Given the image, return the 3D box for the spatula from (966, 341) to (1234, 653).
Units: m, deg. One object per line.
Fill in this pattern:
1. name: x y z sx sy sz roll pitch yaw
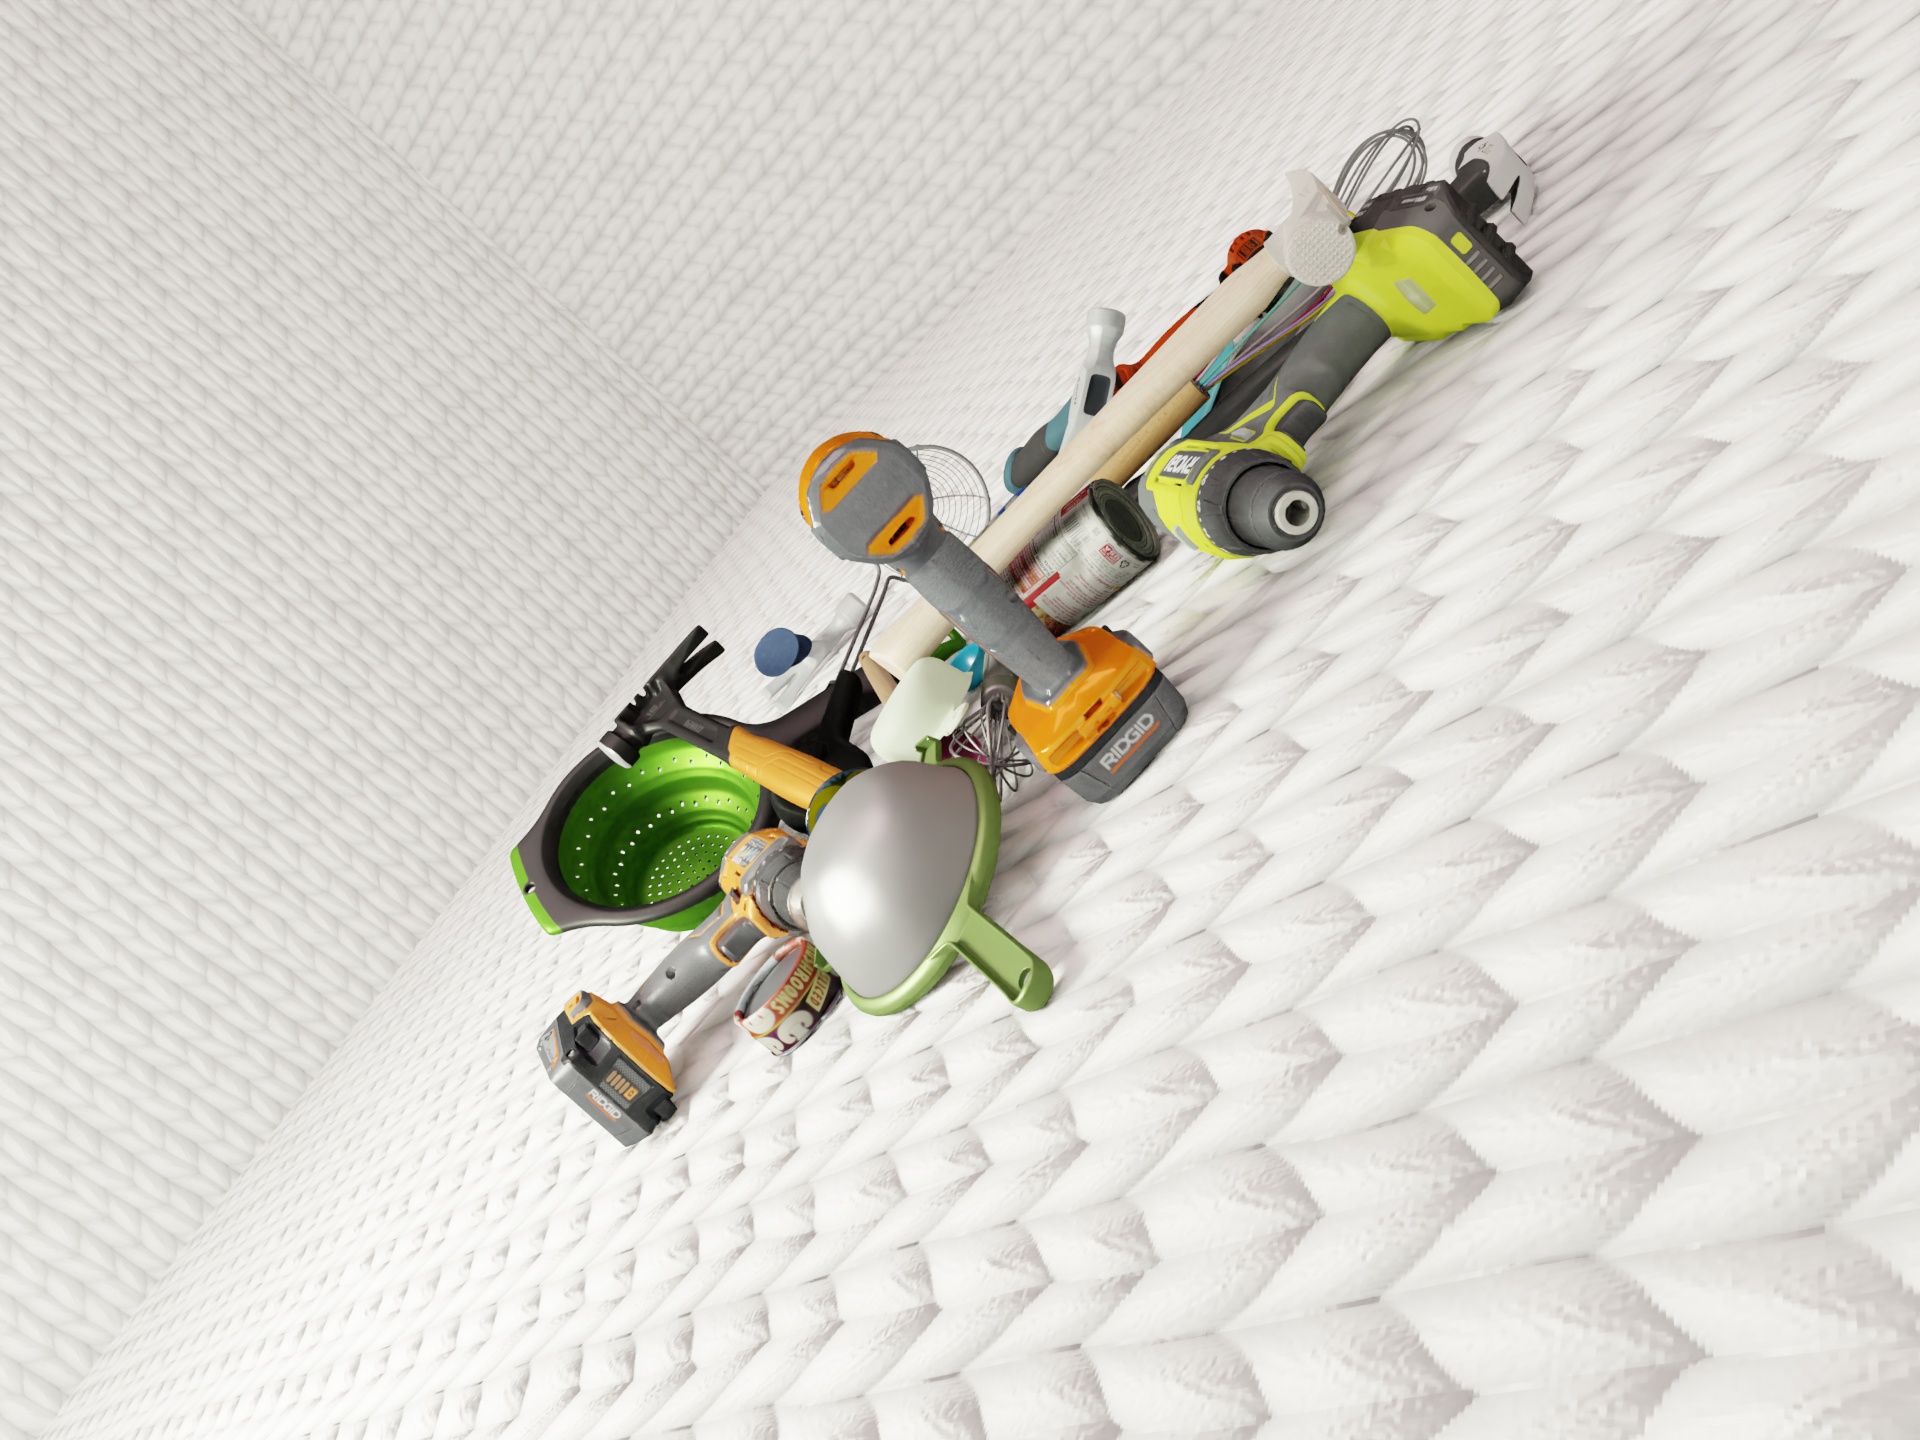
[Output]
1. spatula: 0.096 -0.153 1.173 0.317 0.044 0.082 -46 18 14

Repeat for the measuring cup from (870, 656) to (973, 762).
1. measuring cup: -0.022 -0.007 0.981 0.083 0.038 0.167 -59 5 -6

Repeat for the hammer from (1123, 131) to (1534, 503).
1. hammer: 0.234 -0.249 1.048 0.334 0.035 0.146 -43 15 20

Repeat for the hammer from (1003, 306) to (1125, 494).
1. hammer: 0.079 -0.241 1.348 0.331 0.033 0.128 166 114 -82

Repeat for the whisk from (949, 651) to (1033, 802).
1. whisk: 0.024 -0.010 1.014 0.058 0.059 0.246 -7 18 4

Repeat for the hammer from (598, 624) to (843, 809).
1. hammer: -0.145 0.020 1.154 0.337 0.034 0.127 23 70 49

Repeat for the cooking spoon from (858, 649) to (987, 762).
1. cooking spoon: -0.035 0.003 1.119 0.069 0.017 0.319 -50 24 6

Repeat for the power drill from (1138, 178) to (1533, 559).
1. power drill: 0.206 -0.185 0.890 0.228 0.080 0.191 -50 15 2

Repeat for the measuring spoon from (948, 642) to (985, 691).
1. measuring spoon: -0.002 -0.004 1.138 0.042 0.021 0.129 -34 29 40

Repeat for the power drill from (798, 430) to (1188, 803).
1. power drill: 0.006 -0.067 0.852 0.084 0.226 0.164 -47 15 3

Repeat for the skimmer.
1. skimmer: -0.072 -0.085 1.391 0.090 0.127 0.363 -28 34 49

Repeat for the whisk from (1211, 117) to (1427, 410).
1. whisk: 0.245 -0.310 1.107 0.239 0.055 0.055 -55 12 17

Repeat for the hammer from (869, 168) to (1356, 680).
1. hammer: 0.082 -0.173 1.001 0.410 0.038 0.146 -44 17 27

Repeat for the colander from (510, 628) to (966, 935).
1. colander: -0.157 0.056 1.275 0.397 0.094 0.205 -32 46 -10

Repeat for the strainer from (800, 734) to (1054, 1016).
1. strainer: -0.028 0.089 0.816 0.151 0.069 0.256 -64 23 1

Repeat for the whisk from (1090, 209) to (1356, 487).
1. whisk: 0.172 -0.240 1.055 0.245 0.047 0.051 -45 14 26

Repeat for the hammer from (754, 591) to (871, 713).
1. hammer: -0.153 -0.062 1.497 0.144 0.035 0.405 -49 2 3

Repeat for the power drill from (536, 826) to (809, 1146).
1. power drill: -0.167 0.167 1.047 0.226 0.084 0.185 -47 16 -13
